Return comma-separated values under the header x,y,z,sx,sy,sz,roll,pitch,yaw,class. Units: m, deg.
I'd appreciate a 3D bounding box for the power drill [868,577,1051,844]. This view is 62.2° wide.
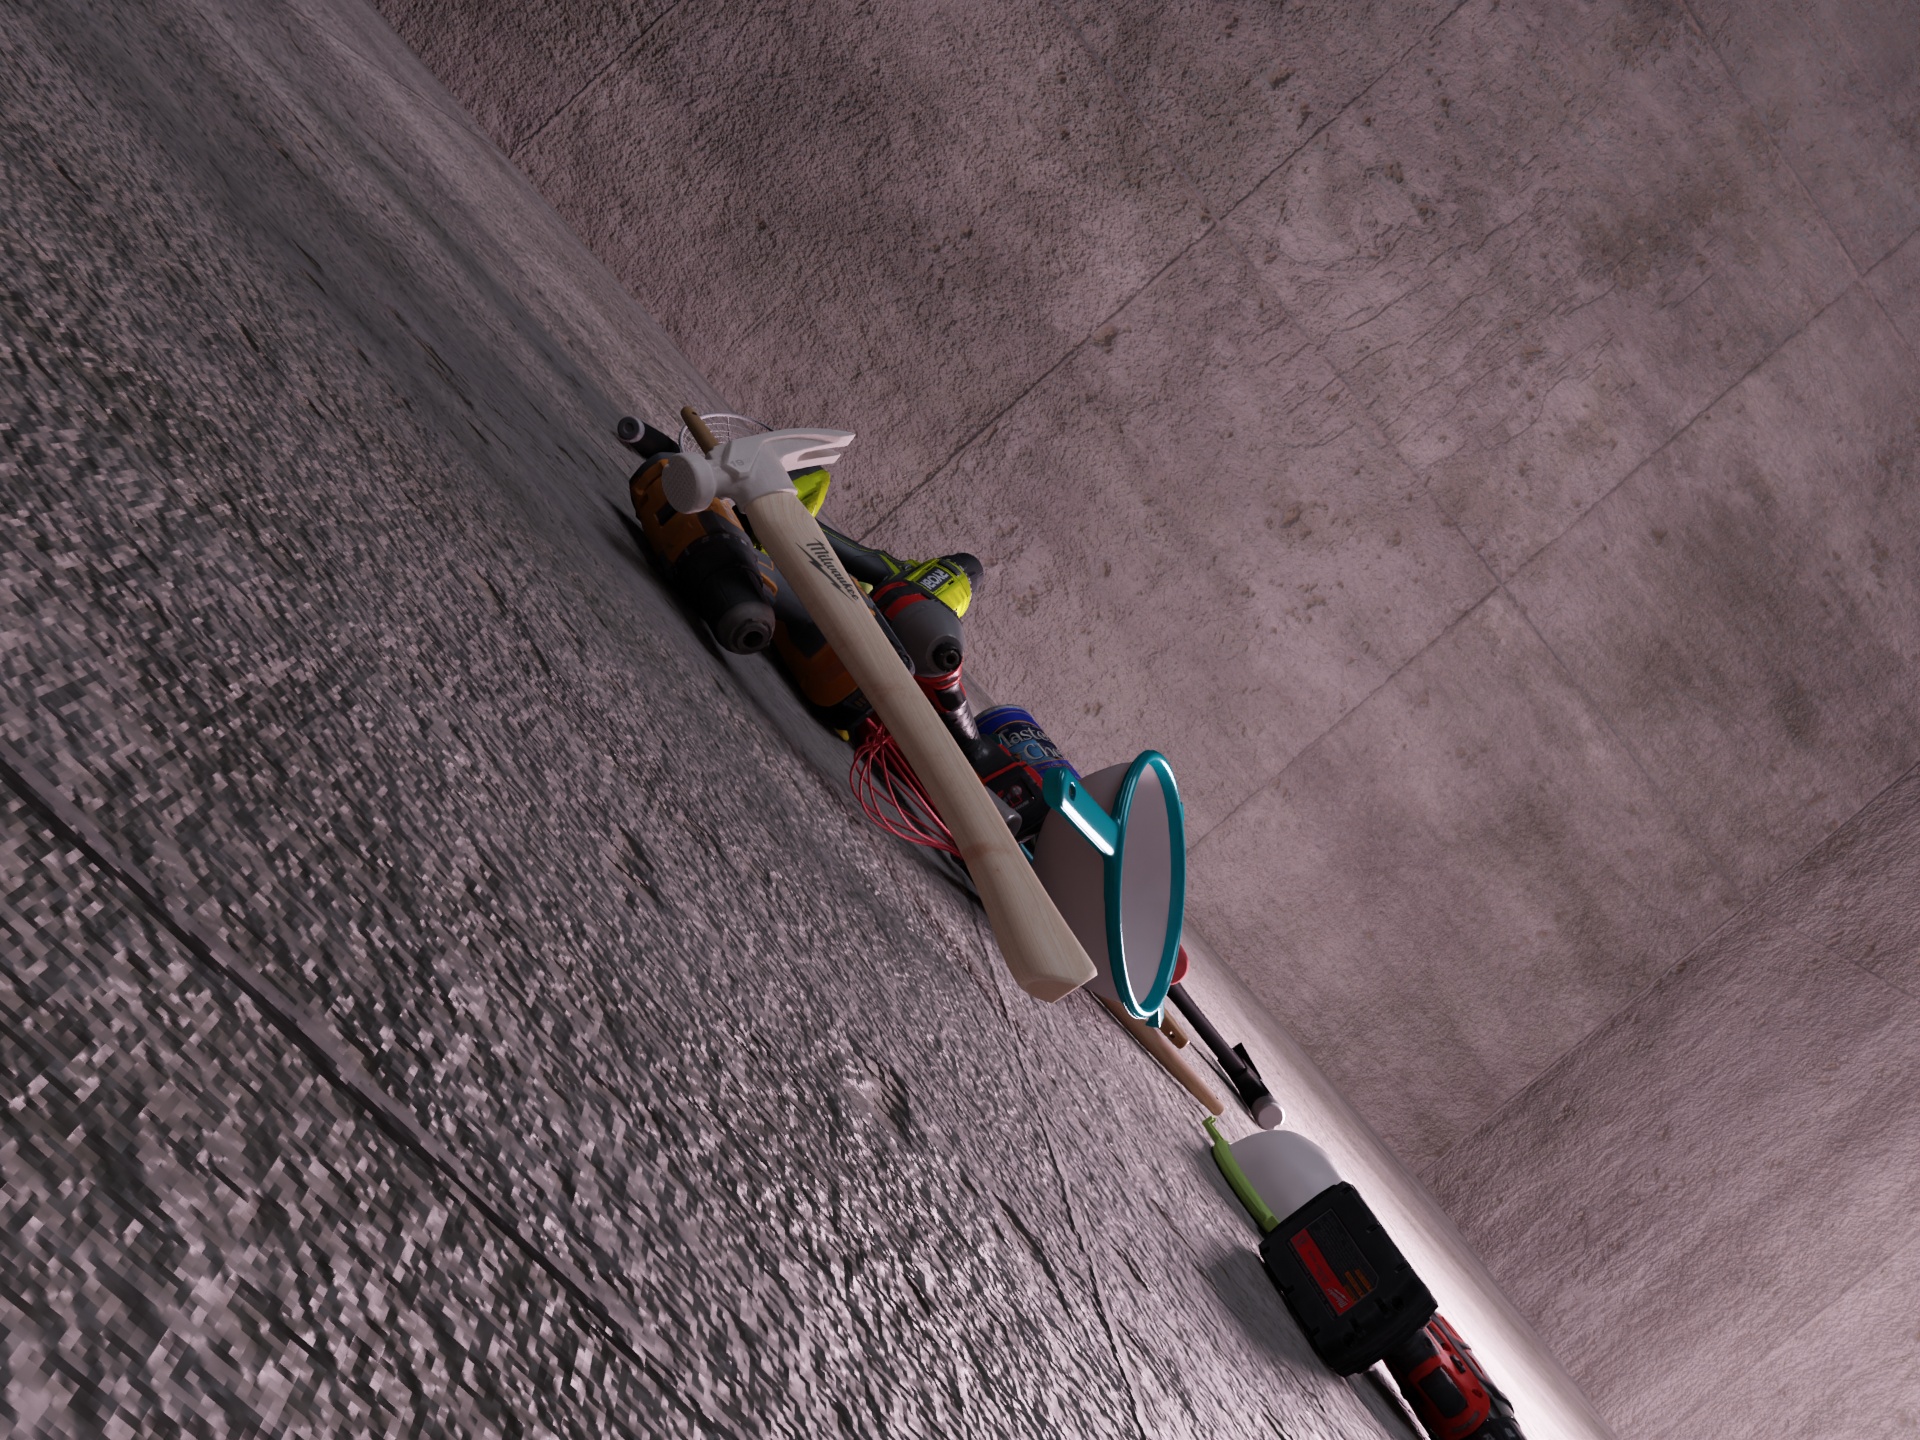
x,y,z,sx,sy,sz,roll,pitch,yaw,class
-0.002,-0.004,1.288,0.219,0.078,0.143,65,-11,-27,power drill

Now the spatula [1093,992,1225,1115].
x,y,z,sx,sy,sz,roll,pitch,yaw,class
0.123,0.231,1.335,0.315,0.018,0.060,47,15,-18,spatula

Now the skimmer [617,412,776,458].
x,y,z,sx,sy,sz,roll,pitch,yaw,class
-0.253,-0.282,1.563,0.127,0.090,0.363,33,4,5,skimmer

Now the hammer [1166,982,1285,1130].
x,y,z,sx,sy,sz,roll,pitch,yaw,class
0.226,0.285,1.699,0.334,0.035,0.146,51,4,-11,hammer

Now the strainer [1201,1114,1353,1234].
x,y,z,sx,sy,sz,roll,pitch,yaw,class
0.304,0.407,1.257,0.256,0.069,0.152,46,5,-21,strainer

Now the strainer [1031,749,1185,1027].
x,y,z,sx,sy,sz,roll,pitch,yaw,class
0.089,0.104,1.215,0.340,0.095,0.211,46,48,-59,strainer

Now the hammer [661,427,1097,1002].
x,y,z,sx,sy,sz,roll,pitch,yaw,class
-0.030,-0.012,1.006,0.146,0.038,0.411,-21,75,-43,hammer

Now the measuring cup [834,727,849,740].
x,y,z,sx,sy,sz,roll,pitch,yaw,class
-0.096,-0.022,1.268,0.062,0.029,0.157,47,5,-23,measuring cup

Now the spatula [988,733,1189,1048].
x,y,z,sx,sy,sz,roll,pitch,yaw,class
0.095,0.155,1.388,0.317,0.082,0.044,50,23,10,spatula

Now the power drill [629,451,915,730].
x,y,z,sx,sy,sz,roll,pitch,yaw,class
-0.127,-0.076,1.126,0.226,0.084,0.186,39,13,-47,power drill

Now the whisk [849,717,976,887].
x,y,z,sx,sy,sz,roll,pitch,yaw,class
-0.004,0.083,1.120,0.073,0.073,0.295,52,-2,38,whisk

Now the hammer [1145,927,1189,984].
x,y,z,sx,sy,sz,roll,pitch,yaw,class
0.183,0.172,1.527,0.386,0.038,0.143,-89,157,-74,hammer

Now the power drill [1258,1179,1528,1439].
x,y,z,sx,sy,sz,roll,pitch,yaw,class
0.310,0.435,1.060,0.226,0.080,0.188,50,3,-28,power drill

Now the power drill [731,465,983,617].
x,y,z,sx,sy,sz,roll,pitch,yaw,class
-0.092,-0.162,1.524,0.228,0.080,0.190,32,29,7,power drill

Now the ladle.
x,y,z,sx,sy,sz,roll,pitch,yaw,class
-0.173,-0.190,1.389,0.078,0.062,0.320,6,38,-44,ladle
